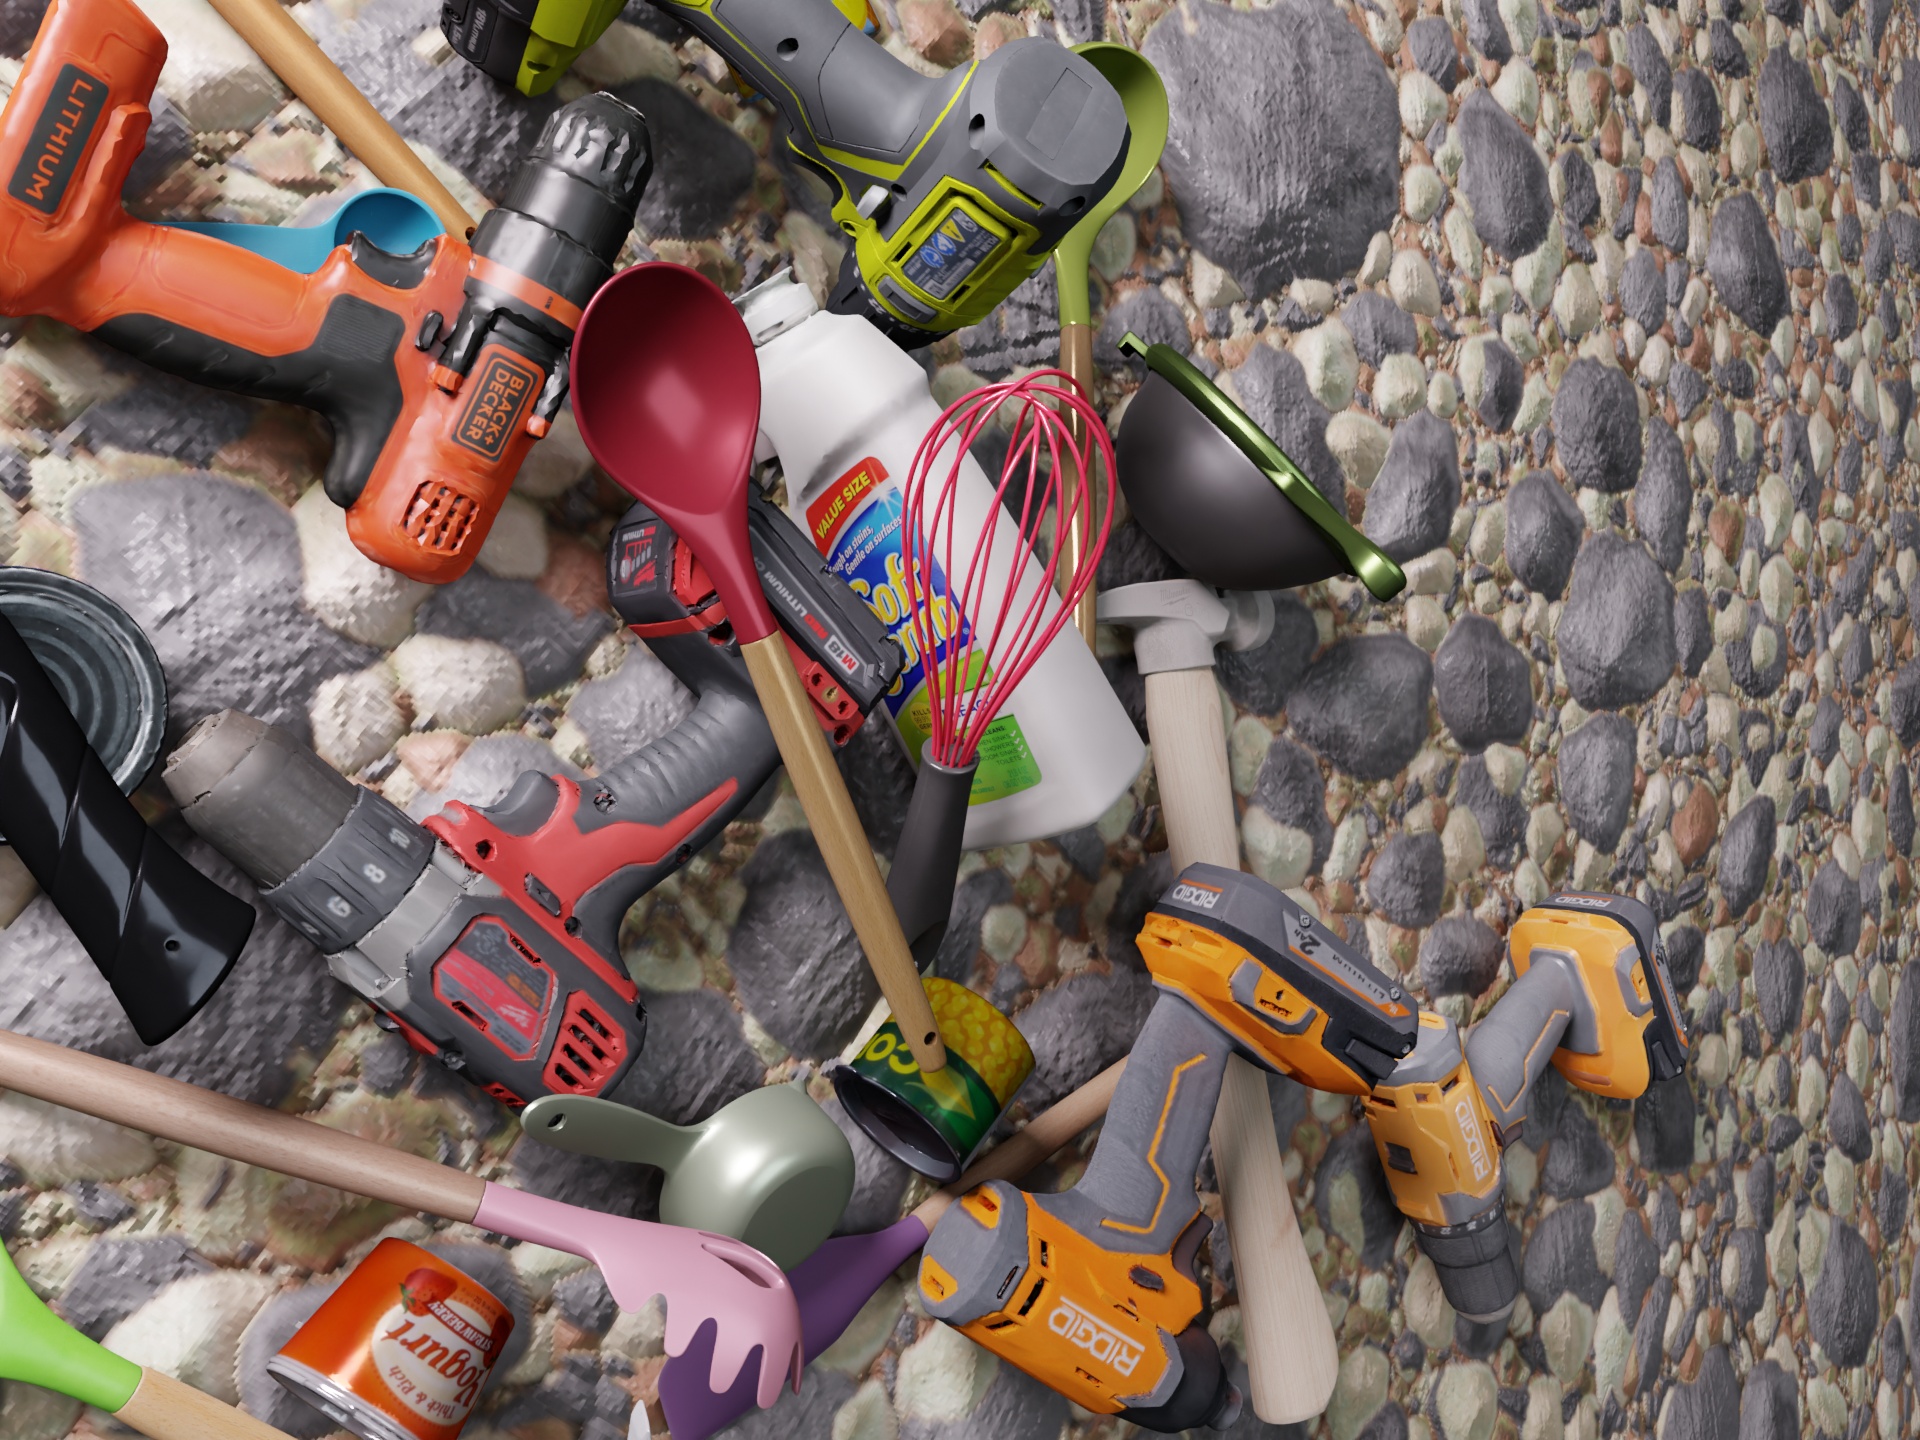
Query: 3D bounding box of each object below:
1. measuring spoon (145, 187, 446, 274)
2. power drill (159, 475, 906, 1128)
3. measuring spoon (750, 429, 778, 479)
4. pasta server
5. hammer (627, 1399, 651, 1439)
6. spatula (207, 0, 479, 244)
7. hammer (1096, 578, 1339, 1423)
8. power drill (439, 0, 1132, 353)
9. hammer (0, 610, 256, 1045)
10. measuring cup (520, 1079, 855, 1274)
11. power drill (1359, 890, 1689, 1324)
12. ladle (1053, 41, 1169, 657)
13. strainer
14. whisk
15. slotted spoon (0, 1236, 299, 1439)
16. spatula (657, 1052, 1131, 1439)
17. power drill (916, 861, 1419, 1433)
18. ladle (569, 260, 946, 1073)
[{"bbox_3d":[-0.243,-0.161,0.549,0.128,0.021,0.042,-11,108,-29],"label":"measuring spoon"},{"bbox_3d":[-0.145,0.009,0.576,0.187,0.080,0.227,48,64,-25],"label":"power drill"},{"bbox_3d":[-0.067,-0.127,0.678,0.124,0.018,0.034,-39,110,-33],"label":"measuring spoon"},{"bbox_3d":[-0.188,0.157,0.522,0.316,0.060,0.040,24,92,-19],"label":"pasta server"},{"bbox_3d":[-0.268,0.210,0.434,0.405,0.035,0.144,31,96,-28],"label":"hammer"},{"bbox_3d":[-0.267,-0.276,0.518,0.322,0.041,0.081,47,60,-27],"label":"spatula"},{"bbox_3d":[0.121,0.135,0.778,0.146,0.038,0.411,-7,87,-36],"label":"hammer"},{"bbox_3d":[-0.070,-0.229,0.597,0.228,0.190,0.080,33,68,-16],"label":"power drill"},{"bbox_3d":[-0.327,-0.085,0.431,0.149,0.036,0.409,-37,101,-31],"label":"hammer"},{"bbox_3d":[-0.096,0.167,0.584,0.083,0.038,0.167,-54,144,-3],"label":"measuring cup"},{"bbox_3d":[0.332,0.222,0.931,0.226,0.084,0.185,-28,105,-31],"label":"power drill"},{"bbox_3d":[0.060,-0.160,0.735,0.078,0.062,0.320,6,78,-29],"label":"ladle"},{"bbox_3d":[0.130,-0.086,0.722,0.069,0.257,0.151,-43,111,11],"label":"strainer"},{"bbox_3d":[-0.001,-0.002,0.611,0.073,0.073,0.295,-22,140,-36],"label":"whisk"},{"bbox_3d":[-0.248,0.229,0.512,0.313,0.031,0.070,46,56,-29],"label":"slotted spoon"},{"bbox_3d":[0.000,0.211,0.709,0.316,0.018,0.059,-25,117,-36],"label":"spatula"},{"bbox_3d":[0.104,0.196,0.701,0.164,0.084,0.226,38,78,-19],"label":"power drill"},{"bbox_3d":[-0.061,-0.007,0.573,0.069,0.031,0.315,-28,108,-24],"label":"ladle"}]
